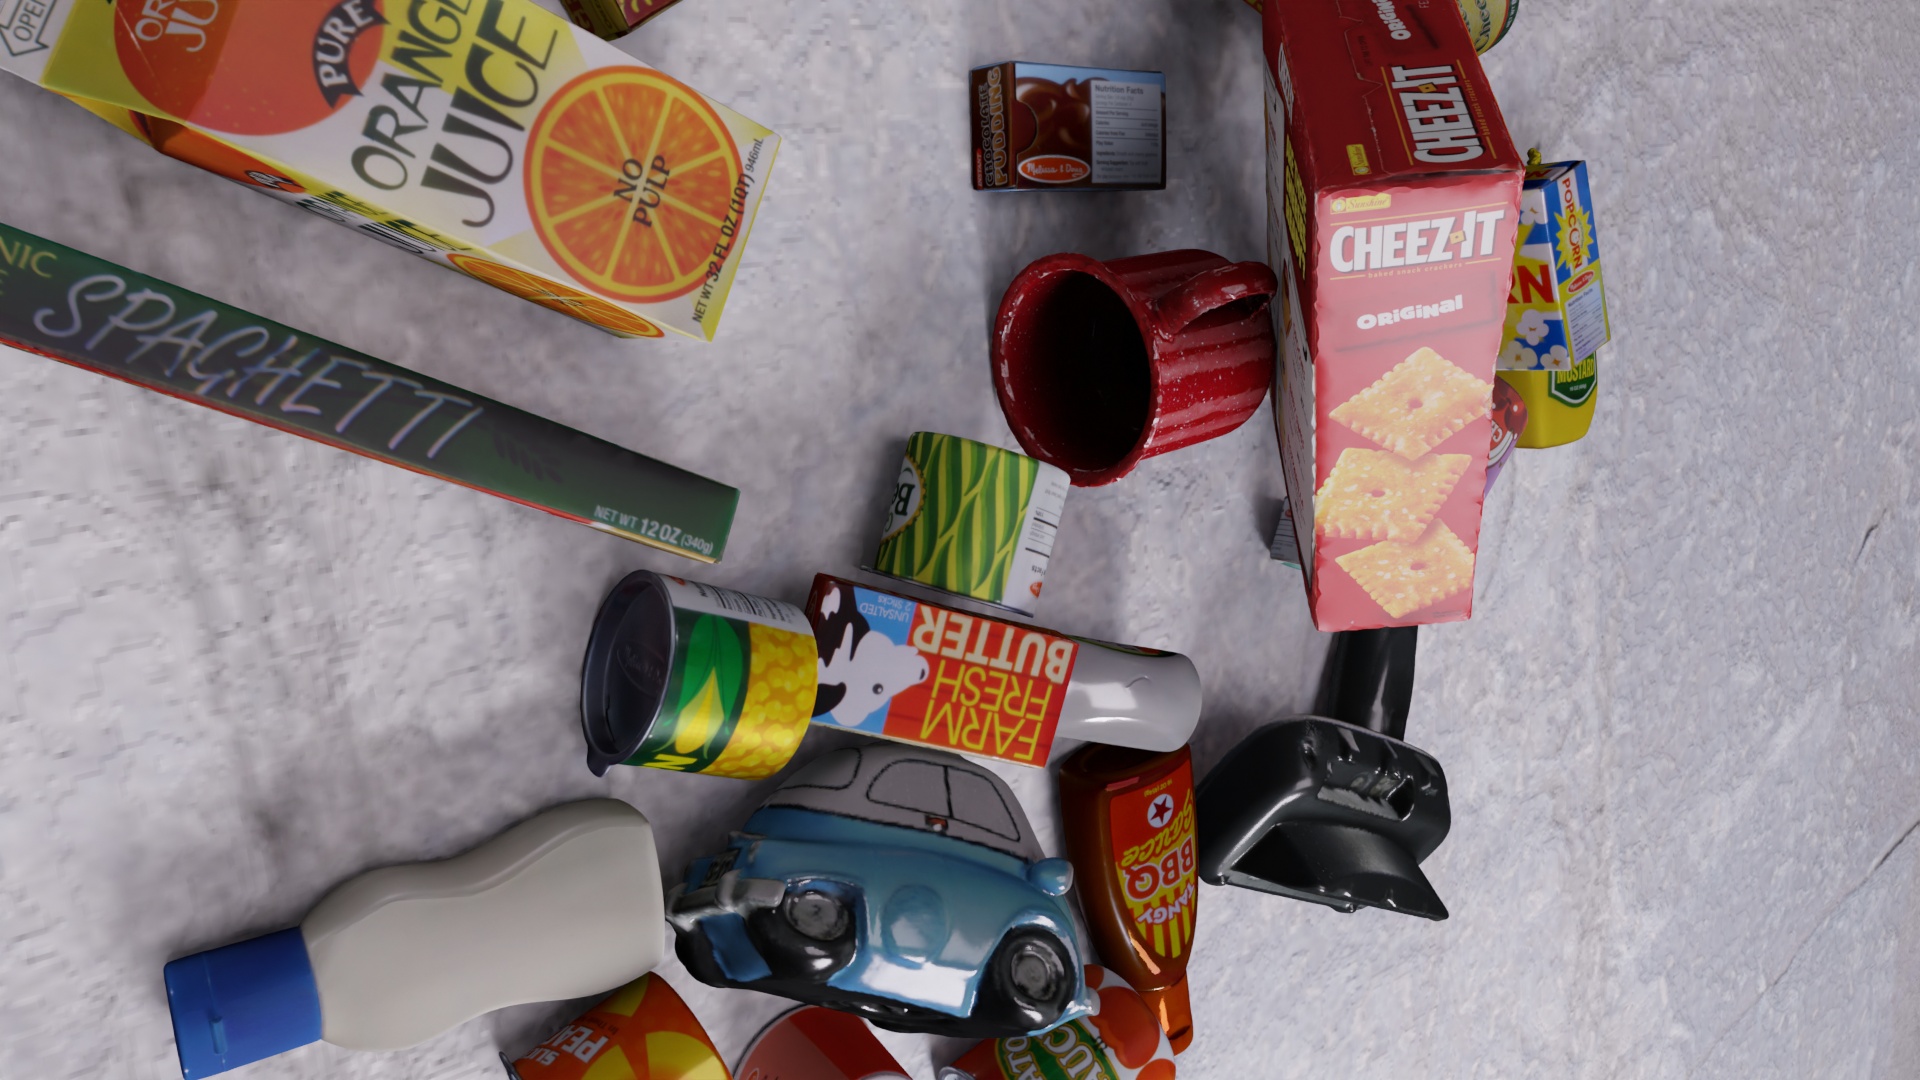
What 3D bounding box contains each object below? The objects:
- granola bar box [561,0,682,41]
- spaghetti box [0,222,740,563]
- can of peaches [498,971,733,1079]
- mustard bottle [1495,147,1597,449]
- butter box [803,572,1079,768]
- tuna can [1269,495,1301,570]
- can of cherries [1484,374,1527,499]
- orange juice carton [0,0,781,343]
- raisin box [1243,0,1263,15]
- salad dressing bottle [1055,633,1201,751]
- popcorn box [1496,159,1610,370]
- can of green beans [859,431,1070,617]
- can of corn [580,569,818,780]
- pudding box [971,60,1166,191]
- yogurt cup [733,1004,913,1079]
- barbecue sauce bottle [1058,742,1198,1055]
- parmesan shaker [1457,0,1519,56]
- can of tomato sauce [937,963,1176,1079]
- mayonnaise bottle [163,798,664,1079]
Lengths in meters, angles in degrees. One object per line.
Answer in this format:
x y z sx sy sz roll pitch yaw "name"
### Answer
-0.082 -0.259 0.456 0.166 0.039 0.123 -40 119 -24 "granola bar box"
-0.184 -0.041 0.411 0.250 0.050 0.028 20 84 -36 "spaghetti box"
-0.118 0.193 0.486 0.058 0.071 0.071 -30 114 -28 "can of peaches"
0.314 -0.131 0.755 0.065 0.049 0.159 -16 106 -35 "mustard bottle"
-0.011 0.049 0.517 0.103 0.024 0.053 14 91 -20 "butter box"
0.188 0.003 0.674 0.071 0.071 0.033 16 90 -36 "tuna can"
0.246 -0.052 0.706 0.071 0.071 0.058 45 71 -32 "can of cherries"
-0.158 -0.125 0.402 0.193 0.073 0.072 20 86 -36 "orange juice carton"
0.133 -0.269 0.575 0.123 0.040 0.086 37 72 -1 "raisin box"
0.030 0.058 0.577 0.148 0.064 0.044 12 79 -29 "salad dressing bottle"
0.227 -0.125 0.646 0.038 0.126 0.085 -33 116 -32 "popcorn box"
0.004 -0.006 0.542 0.071 0.071 0.058 18 86 -36 "can of green beans"
-0.091 0.050 0.482 0.058 0.071 0.071 16 88 -37 "can of corn"
0.045 -0.168 0.568 0.084 0.030 0.049 -10 104 -34 "pudding box"
-0.049 0.225 0.547 0.072 0.054 0.072 -6 100 -35 "yogurt cup"
0.082 0.165 0.639 0.065 0.043 0.148 -18 108 -34 "barbecue sauce bottle"
0.204 -0.243 0.647 0.103 0.071 0.071 -35 116 -27 "parmesan shaker"
0.043 0.235 0.606 0.083 0.071 0.071 -27 113 -30 "can of tomato sauce"
-0.173 0.131 0.453 0.148 0.041 0.064 -10 102 -33 "mayonnaise bottle"
